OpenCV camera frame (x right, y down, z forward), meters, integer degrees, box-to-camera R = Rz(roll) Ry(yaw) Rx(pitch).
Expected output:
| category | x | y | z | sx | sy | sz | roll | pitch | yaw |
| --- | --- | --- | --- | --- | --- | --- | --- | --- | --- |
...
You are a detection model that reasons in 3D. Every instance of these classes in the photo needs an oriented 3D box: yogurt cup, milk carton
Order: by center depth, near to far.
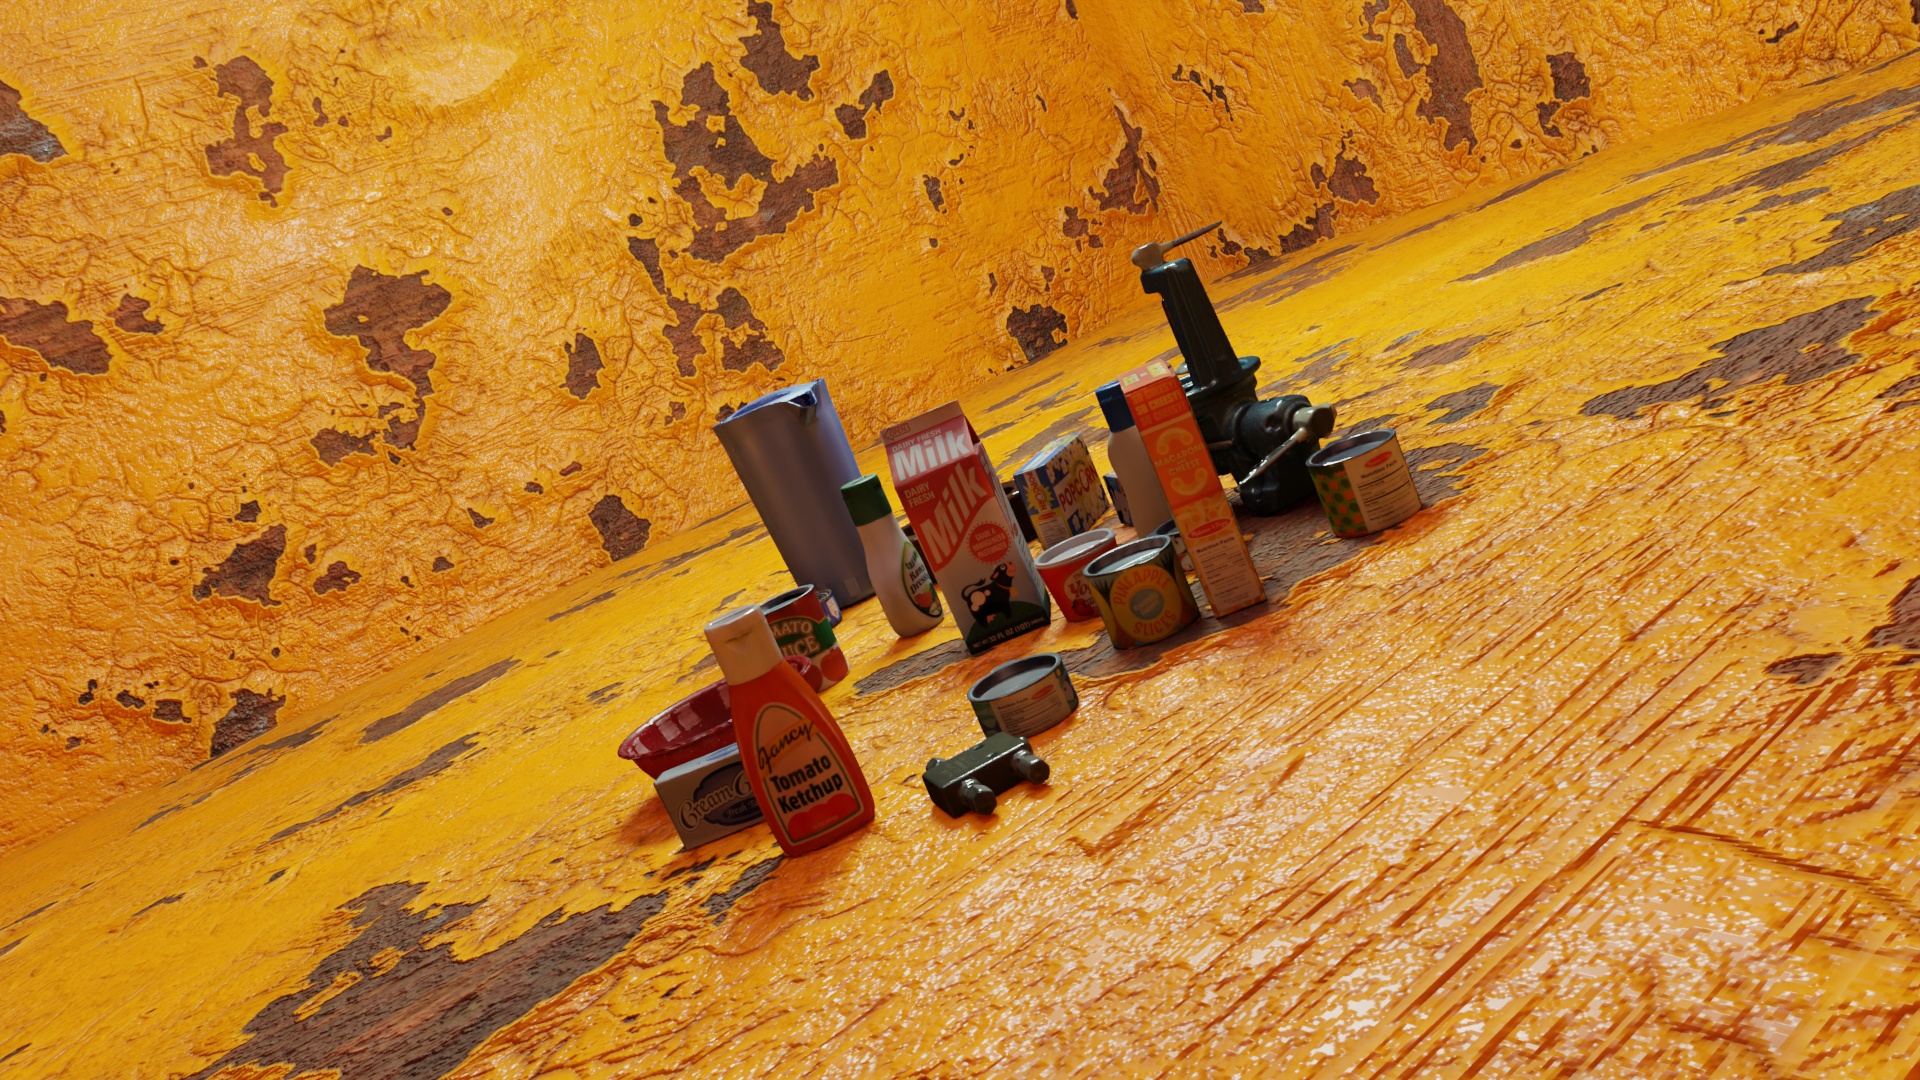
| category | x | y | z | sx | sy | sz | roll | pitch | yaw |
| --- | --- | --- | --- | --- | --- | --- | --- | --- | --- |
| yogurt cup | 0.098 | 0.028 | 1.083 | 0.072 | 0.054 | 0.072 | -23 | 10 | 4 |
| milk carton | 0.004 | -0.014 | 1.120 | 0.072 | 0.190 | 0.073 | -22 | 10 | 8 |

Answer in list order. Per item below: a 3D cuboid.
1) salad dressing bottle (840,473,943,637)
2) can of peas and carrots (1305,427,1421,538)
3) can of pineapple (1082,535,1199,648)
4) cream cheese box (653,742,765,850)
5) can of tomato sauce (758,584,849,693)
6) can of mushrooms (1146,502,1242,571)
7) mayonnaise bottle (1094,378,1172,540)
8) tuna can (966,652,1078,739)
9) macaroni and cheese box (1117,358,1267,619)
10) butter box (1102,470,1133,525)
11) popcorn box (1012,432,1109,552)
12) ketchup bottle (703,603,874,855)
| category | x | y | z | sx | sy | sz | roll | pitch | yaw |
| --- | --- | --- | --- | --- | --- | --- | --- | --- | --- |
| salad dressing bottle | -0.064 | 0.013 | 1.256 | 0.044 | 0.147 | 0.064 | -19 | 11 | 27 |
| can of peas and carrots | 0.289 | -0.042 | 1.000 | 0.071 | 0.058 | 0.071 | -23 | 10 | 4 |
| can of pineapple | 0.126 | 0.036 | 0.966 | 0.071 | 0.057 | 0.071 | -23 | 10 | 4 |
| cream cheese box | -0.146 | 0.163 | 0.927 | 0.104 | 0.053 | 0.024 | -22 | 10 | 7 |
| can of tomato sauce | -0.143 | 0.090 | 1.216 | 0.071 | 0.083 | 0.071 | -23 | 10 | 4 |
| can of mushrooms | 0.186 | -0.002 | 1.100 | 0.071 | 0.033 | 0.071 | -23 | 10 | 4 |
| mayonnaise bottle | 0.157 | -0.064 | 1.160 | 0.064 | 0.148 | 0.041 | -14 | 14 | 45 |
| tuna can | 0.040 | 0.101 | 0.894 | 0.071 | 0.032 | 0.071 | -23 | 10 | 4 |
| macaroni and cheese box | 0.161 | -0.041 | 0.978 | 0.040 | 0.166 | 0.124 | -22 | 10 | 8 |
| butter box | 0.168 | -0.039 | 1.280 | 0.024 | 0.053 | 0.103 | -26 | 10 | -12 |
| popcorn box | 0.102 | -0.050 | 1.390 | 0.038 | 0.085 | 0.127 | -19 | 11 | 27 |
| ketchup bottle | -0.108 | 0.112 | 0.837 | 0.065 | 0.148 | 0.043 | -24 | 10 | -6 |
